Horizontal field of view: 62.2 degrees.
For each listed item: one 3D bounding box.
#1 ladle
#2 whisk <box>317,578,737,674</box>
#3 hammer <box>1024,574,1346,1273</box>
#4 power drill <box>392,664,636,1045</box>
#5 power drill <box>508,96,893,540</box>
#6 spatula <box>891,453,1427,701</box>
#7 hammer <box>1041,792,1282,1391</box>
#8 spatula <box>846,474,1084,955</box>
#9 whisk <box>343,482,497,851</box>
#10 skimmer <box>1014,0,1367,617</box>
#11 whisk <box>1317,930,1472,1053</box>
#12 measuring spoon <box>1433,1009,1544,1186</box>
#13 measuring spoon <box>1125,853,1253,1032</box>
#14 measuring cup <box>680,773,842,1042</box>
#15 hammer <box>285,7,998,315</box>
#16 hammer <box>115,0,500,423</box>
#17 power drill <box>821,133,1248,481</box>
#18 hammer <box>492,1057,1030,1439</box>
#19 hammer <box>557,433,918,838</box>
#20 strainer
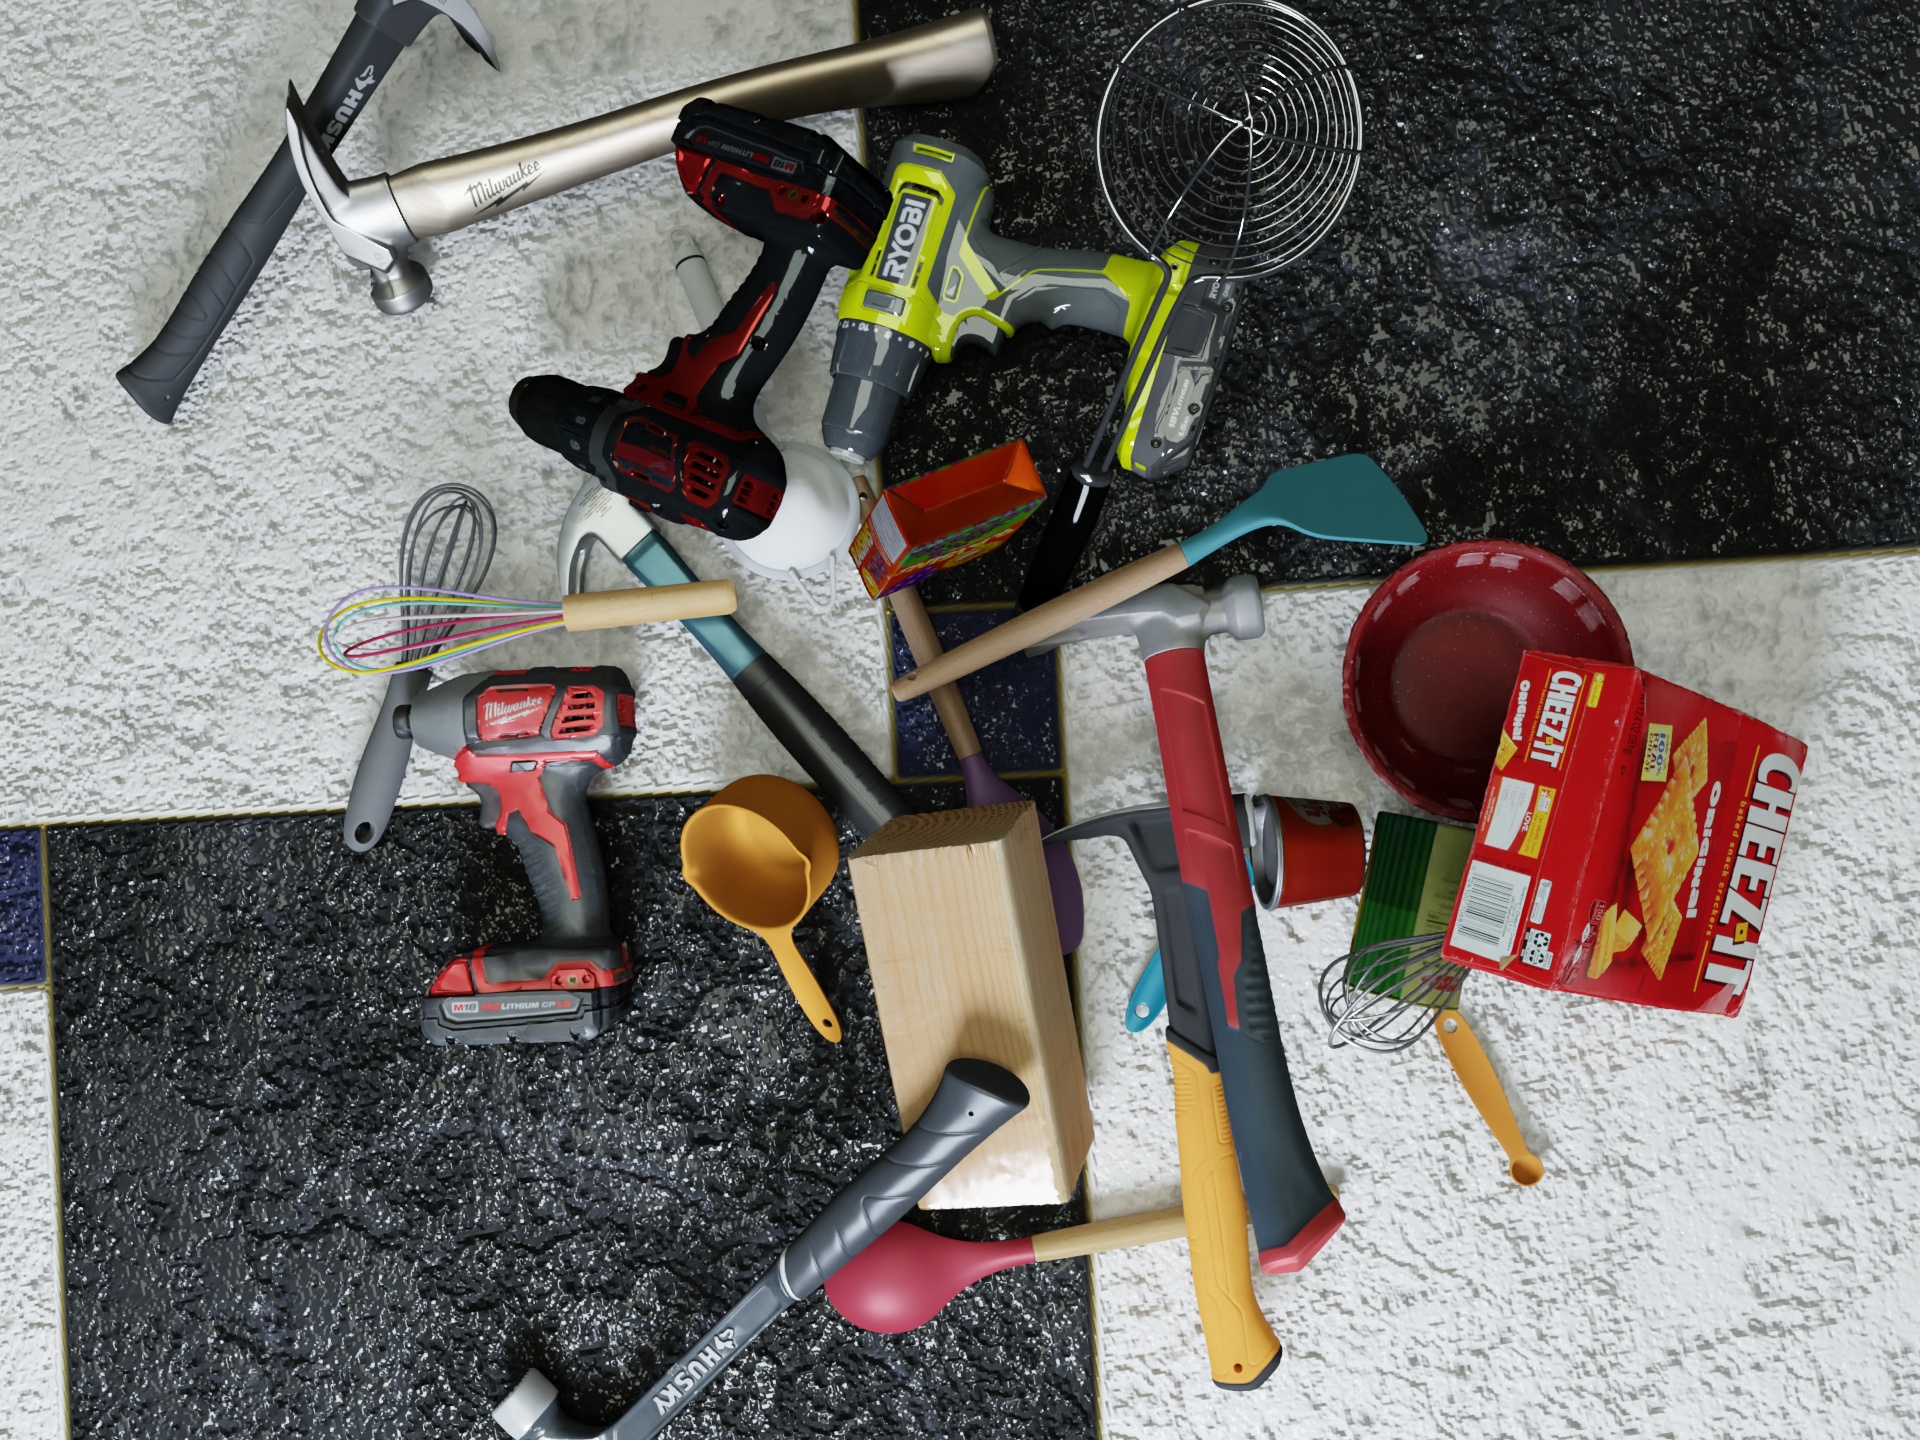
[{"bbox_3d":[0.070,0.312,0.949,0.315,0.031,0.069,-12,89,3],"label":"ladle"},{"bbox_3d":[-0.254,-0.057,0.936,0.245,0.047,0.051,-6,120,-3],"label":"whisk"},{"bbox_3d":[0.125,0.098,0.860,0.143,0.038,0.387,-10,62,7],"label":"hammer"},{"bbox_3d":[-0.266,0.078,0.954,0.143,0.078,0.220,-2,88,1],"label":"power drill"},{"bbox_3d":[-0.156,-0.232,0.918,0.188,0.080,0.226,25,95,24],"label":"power drill"},{"bbox_3d":[0.108,-0.077,0.920,0.317,0.044,0.082,-25,52,3],"label":"spatula"},{"bbox_3d":[0.130,0.215,0.920,0.127,0.034,0.337,-9,87,11],"label":"hammer"},{"bbox_3d":[-0.002,-0.003,0.963,0.060,0.018,0.316,-23,87,-11],"label":"spatula"},{"bbox_3d":[-0.341,-0.032,0.981,0.055,0.055,0.239,19,95,5],"label":"whisk"},{"bbox_3d":[0.094,-0.193,0.842,0.127,0.363,0.090,17,51,-5],"label":"skimmer"},{"bbox_3d":[0.282,0.118,0.864,0.246,0.059,0.058,-21,52,-33],"label":"whisk"},{"bbox_3d":[0.309,0.219,0.938,0.021,0.011,0.117,-27,83,5],"label":"measuring spoon"},{"bbox_3d":[0.133,0.130,0.951,0.042,0.021,0.128,30,97,11],"label":"measuring spoon"},{"bbox_3d":[-0.099,0.111,0.956,0.095,0.052,0.173,-10,115,32],"label":"measuring cup"},{"bbox_3d":[-0.181,-0.358,0.940,0.410,0.146,0.038,-16,53,0],"label":"hammer"},{"bbox_3d":[-0.411,-0.319,0.968,0.035,0.146,0.334,44,105,17],"label":"hammer"},{"bbox_3d":[0.037,-0.222,0.936,0.228,0.080,0.190,18,91,8],"label":"power drill"},{"bbox_3d":[-0.103,0.330,0.903,0.149,0.036,0.409,43,111,1],"label":"hammer"},{"bbox_3d":[-0.118,-0.023,0.967,0.128,0.033,0.331,-43,86,2],"label":"hammer"},{"bbox_3d":[-0.129,-0.189,0.959,0.087,0.050,0.258,-21,79,-8],"label":"strainer"}]
